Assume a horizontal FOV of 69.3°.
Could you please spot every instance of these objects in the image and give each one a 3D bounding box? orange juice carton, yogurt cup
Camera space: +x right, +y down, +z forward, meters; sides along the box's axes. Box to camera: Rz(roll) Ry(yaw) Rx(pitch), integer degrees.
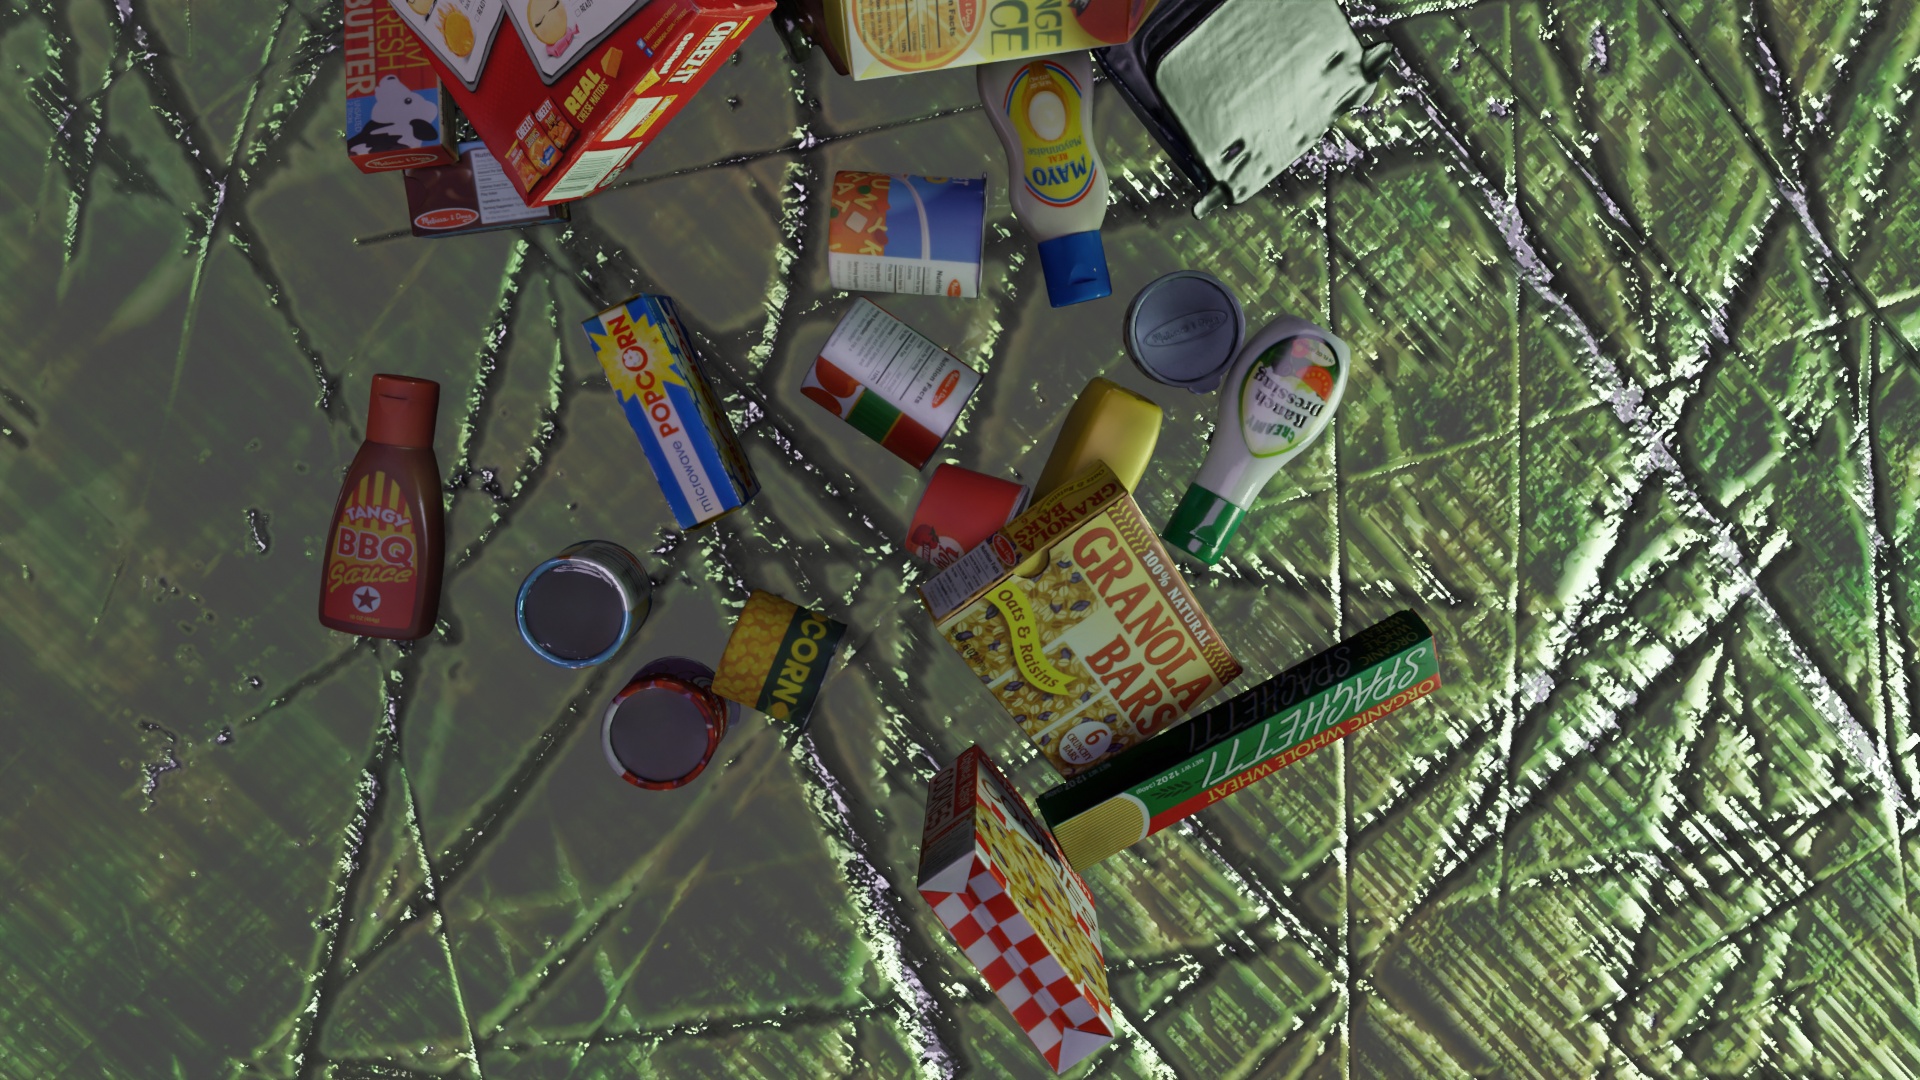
[{"bbox_3d":[0.026,-0.298,0.724,0.193,0.072,0.072,-12,129,-10],"label":"orange juice carton"},{"bbox_3d":[0.003,-0.010,0.796,0.054,0.072,0.072,23,97,4],"label":"yogurt cup"}]

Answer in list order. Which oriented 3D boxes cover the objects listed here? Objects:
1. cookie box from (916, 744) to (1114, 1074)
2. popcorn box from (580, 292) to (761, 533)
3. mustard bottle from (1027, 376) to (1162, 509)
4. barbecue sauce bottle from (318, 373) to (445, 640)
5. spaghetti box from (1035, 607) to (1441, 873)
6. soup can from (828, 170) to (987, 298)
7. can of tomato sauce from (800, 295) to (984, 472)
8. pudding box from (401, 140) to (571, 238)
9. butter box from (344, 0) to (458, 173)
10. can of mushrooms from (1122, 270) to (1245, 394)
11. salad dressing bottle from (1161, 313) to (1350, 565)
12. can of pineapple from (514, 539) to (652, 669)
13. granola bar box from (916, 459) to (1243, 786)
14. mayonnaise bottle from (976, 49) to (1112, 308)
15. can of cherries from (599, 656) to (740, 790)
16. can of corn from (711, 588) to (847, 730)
[{"bbox_3d":[0.031,0.195,0.771,0.040,0.168,0.123,-35,97,7],"label":"cookie box"},{"bbox_3d":[-0.158,-0.072,0.774,0.038,0.085,0.126,-24,98,3],"label":"popcorn box"},{"bbox_3d":[0.064,-0.013,0.799,0.049,0.065,0.159,21,103,-10],"label":"mustard bottle"},{"bbox_3d":[-0.327,-0.020,0.799,0.065,0.044,0.148,10,97,-1],"label":"barbecue sauce bottle"},{"bbox_3d":[0.165,0.117,0.814,0.250,0.029,0.050,-27,130,-1],"label":"spaghetti box"},{"bbox_3d":[-0.028,-0.173,0.774,0.084,0.071,0.071,4,98,-1],"label":"soup can"},{"bbox_3d":[-0.039,-0.088,0.785,0.083,0.071,0.071,33,96,-4],"label":"can of tomato sauce"},{"bbox_3d":[-0.267,-0.200,0.783,0.084,0.030,0.049,-7,99,0],"label":"pudding box"},{"bbox_3d":[-0.307,-0.254,0.762,0.053,0.024,0.103,-8,76,-1],"label":"butter box"},{"bbox_3d":[0.128,-0.119,0.799,0.071,0.033,0.071,0,97,-1],"label":"can of mushrooms"},{"bbox_3d":[0.168,-0.057,0.802,0.064,0.044,0.147,28,96,-7],"label":"salad dressing bottle"},{"bbox_3d":[-0.218,0.038,0.801,0.071,0.058,0.071,0,98,-1],"label":"can of pineapple"},{"bbox_3d":[0.071,0.052,0.779,0.124,0.039,0.165,-35,127,3],"label":"granola bar box"},{"bbox_3d":[0.053,-0.207,0.782,0.065,0.041,0.148,-13,97,-3],"label":"mayonnaise bottle"},{"bbox_3d":[-0.168,0.106,0.810,0.071,0.058,0.071,0,98,0],"label":"can of cherries"},{"bbox_3d":[-0.104,0.067,0.800,0.058,0.071,0.071,23,97,-3],"label":"can of corn"}]
